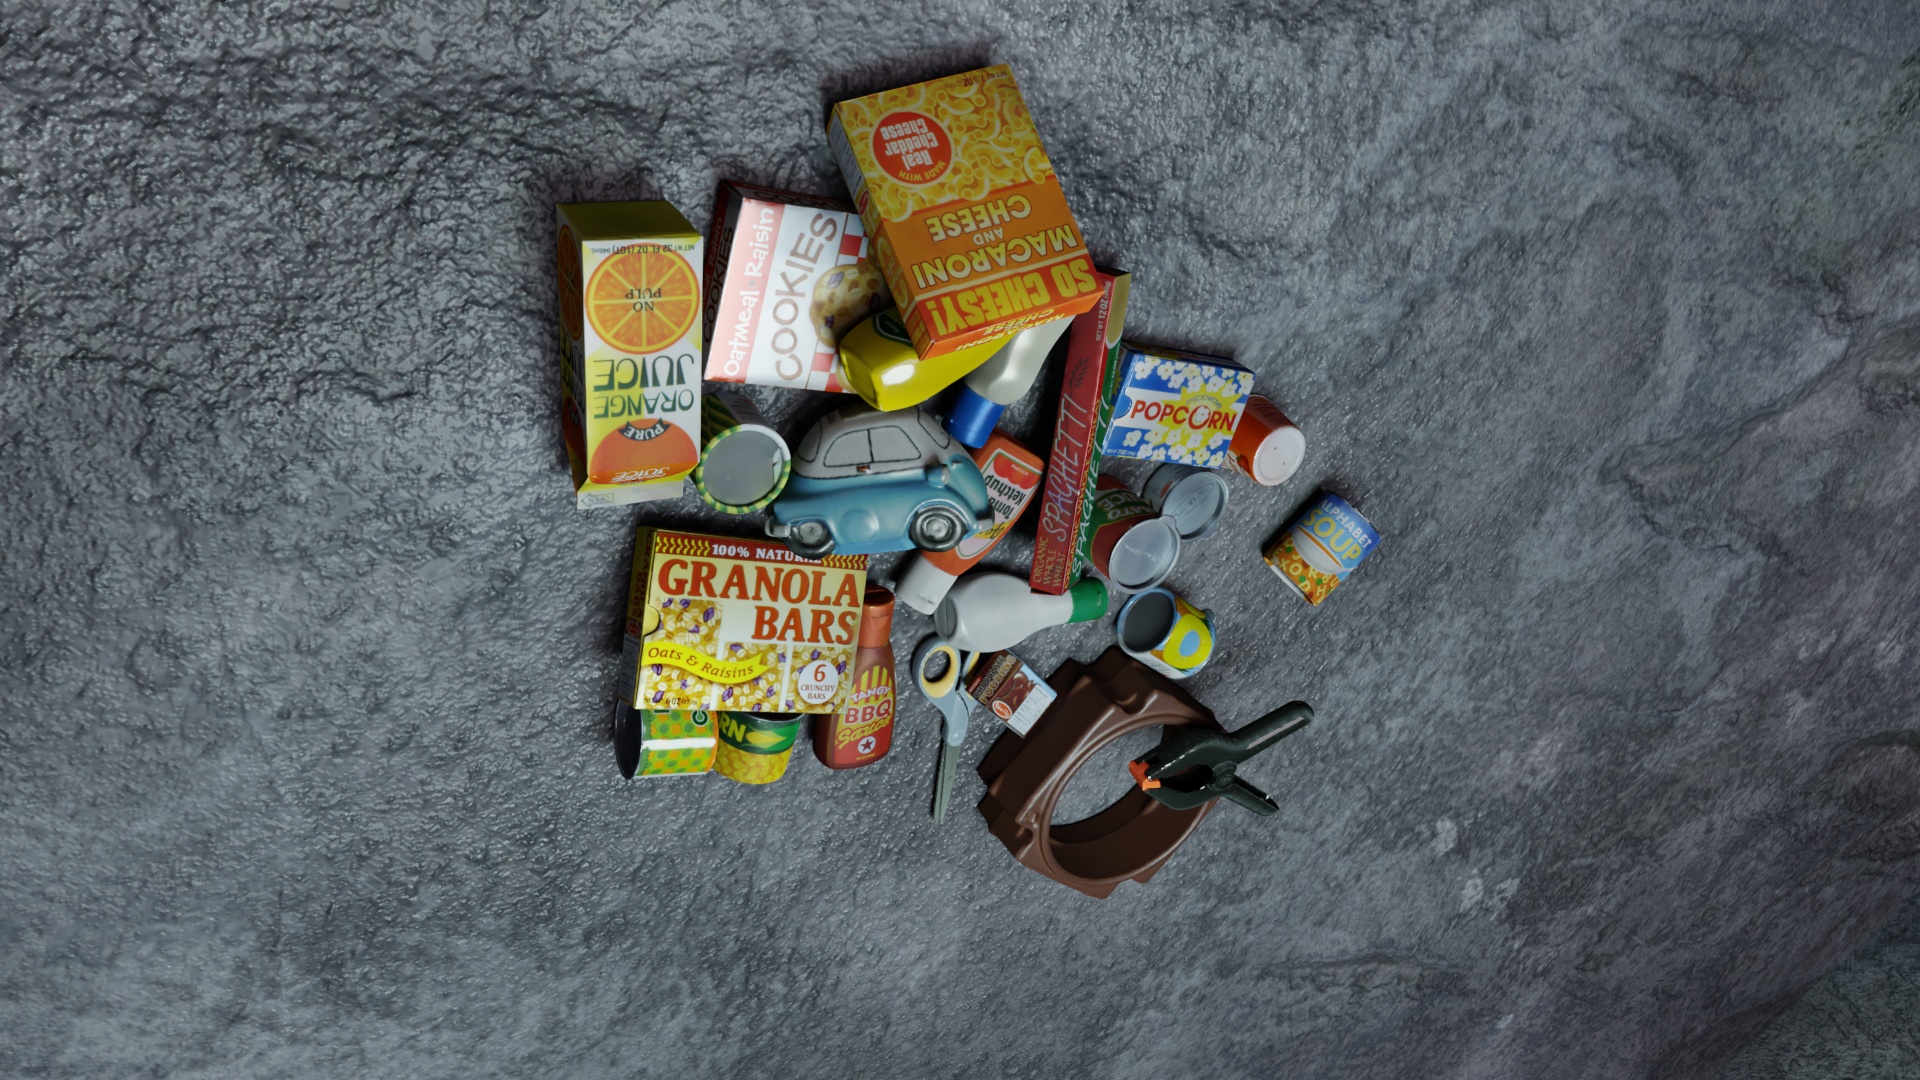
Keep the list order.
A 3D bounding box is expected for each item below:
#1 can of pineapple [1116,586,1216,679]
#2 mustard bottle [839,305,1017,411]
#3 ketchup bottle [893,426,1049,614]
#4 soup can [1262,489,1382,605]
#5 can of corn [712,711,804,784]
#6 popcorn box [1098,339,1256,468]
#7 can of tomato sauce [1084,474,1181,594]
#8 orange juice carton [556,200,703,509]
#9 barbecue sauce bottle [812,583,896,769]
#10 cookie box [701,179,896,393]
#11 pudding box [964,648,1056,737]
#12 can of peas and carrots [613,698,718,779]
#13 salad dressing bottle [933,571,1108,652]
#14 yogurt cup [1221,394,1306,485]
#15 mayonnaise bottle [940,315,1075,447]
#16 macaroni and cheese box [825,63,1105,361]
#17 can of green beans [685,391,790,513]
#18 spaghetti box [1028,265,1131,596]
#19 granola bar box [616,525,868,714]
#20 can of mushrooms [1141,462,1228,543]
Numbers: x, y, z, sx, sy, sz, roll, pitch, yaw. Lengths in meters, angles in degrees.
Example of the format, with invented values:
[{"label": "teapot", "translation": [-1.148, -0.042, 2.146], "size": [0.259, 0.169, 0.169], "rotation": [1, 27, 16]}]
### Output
[{"label": "can of pineapple", "translation": [0.178, 0.078, 1.198], "size": [0.058, 0.071, 0.071], "rotation": [31, 100, -38]}, {"label": "mustard bottle", "translation": [-0.001, -0.144, 0.920], "size": [0.161, 0.065, 0.048], "rotation": [-33, 137, -19]}, {"label": "ketchup bottle", "translation": [0.004, -0.013, 1.060], "size": [0.064, 0.044, 0.148], "rotation": [28, 102, -33]}, {"label": "soup can", "translation": [0.321, 0.007, 1.235], "size": [0.084, 0.071, 0.071], "rotation": [-46, 129, 2]}, {"label": "can of corn", "translation": [-0.158, 0.141, 1.045], "size": [0.071, 0.071, 0.058], "rotation": [6, 115, -32]}, {"label": "popcorn box", "translation": [0.165, -0.107, 1.100], "size": [0.127, 0.038, 0.085], "rotation": [4, 116, -32]}, {"label": "can of tomato sauce", "translation": [0.126, -0.008, 1.107], "size": [0.071, 0.083, 0.070], "rotation": [-14, 123, -22]}, {"label": "orange juice carton", "translation": [-0.206, -0.108, 0.866], "size": [0.072, 0.073, 0.191], "rotation": [-8, 121, -26]}, {"label": "barbecue sauce bottle", "translation": [-0.078, 0.106, 1.083], "size": [0.065, 0.044, 0.147], "rotation": [-9, 121, -33]}, {"label": "cookie box", "translation": [-0.087, -0.163, 0.924], "size": [0.168, 0.040, 0.122], "rotation": [2, 117, -32]}, {"label": "pudding box", "translation": [0.043, 0.126, 1.157], "size": [0.050, 0.030, 0.083], "rotation": [-51, 145, -4]}, {"label": "can of peas and carrots", "translation": [-0.214, 0.137, 1.010], "size": [0.059, 0.071, 0.070], "rotation": [2, 116, -31]}, {"label": "salad dressing bottle", "translation": [0.051, 0.054, 1.124], "size": [0.148, 0.044, 0.064], "rotation": [-5, 91, -31]}, {"label": "yogurt cup", "translation": [0.249, -0.081, 1.153], "size": [0.072, 0.054, 0.072], "rotation": [-14, 124, -23]}, {"label": "mayonnaise bottle", "translation": [0.036, -0.137, 0.996], "size": [0.041, 0.065, 0.147], "rotation": [16, 113, -38]}, {"label": "macaroni and cheese box", "translation": [0.003, -0.209, 0.882], "size": [0.124, 0.040, 0.166], "rotation": [-19, 82, -18]}, {"label": "can of green beans", "translation": [-0.154, -0.059, 0.934], "size": [0.071, 0.058, 0.071], "rotation": [-14, 123, -22]}, {"label": "spaghetti box", "translation": [0.089, -0.080, 1.043], "size": [0.050, 0.029, 0.249], "rotation": [-33, 134, -65]}, {"label": "granola bar box", "translation": [-0.152, 0.059, 0.991], "size": [0.166, 0.039, 0.124], "rotation": [6, 92, -32]}, {"label": "can of mushrooms", "translation": [0.188, -0.032, 1.160], "size": [0.071, 0.033, 0.070], "rotation": [-14, 123, -23]}]
